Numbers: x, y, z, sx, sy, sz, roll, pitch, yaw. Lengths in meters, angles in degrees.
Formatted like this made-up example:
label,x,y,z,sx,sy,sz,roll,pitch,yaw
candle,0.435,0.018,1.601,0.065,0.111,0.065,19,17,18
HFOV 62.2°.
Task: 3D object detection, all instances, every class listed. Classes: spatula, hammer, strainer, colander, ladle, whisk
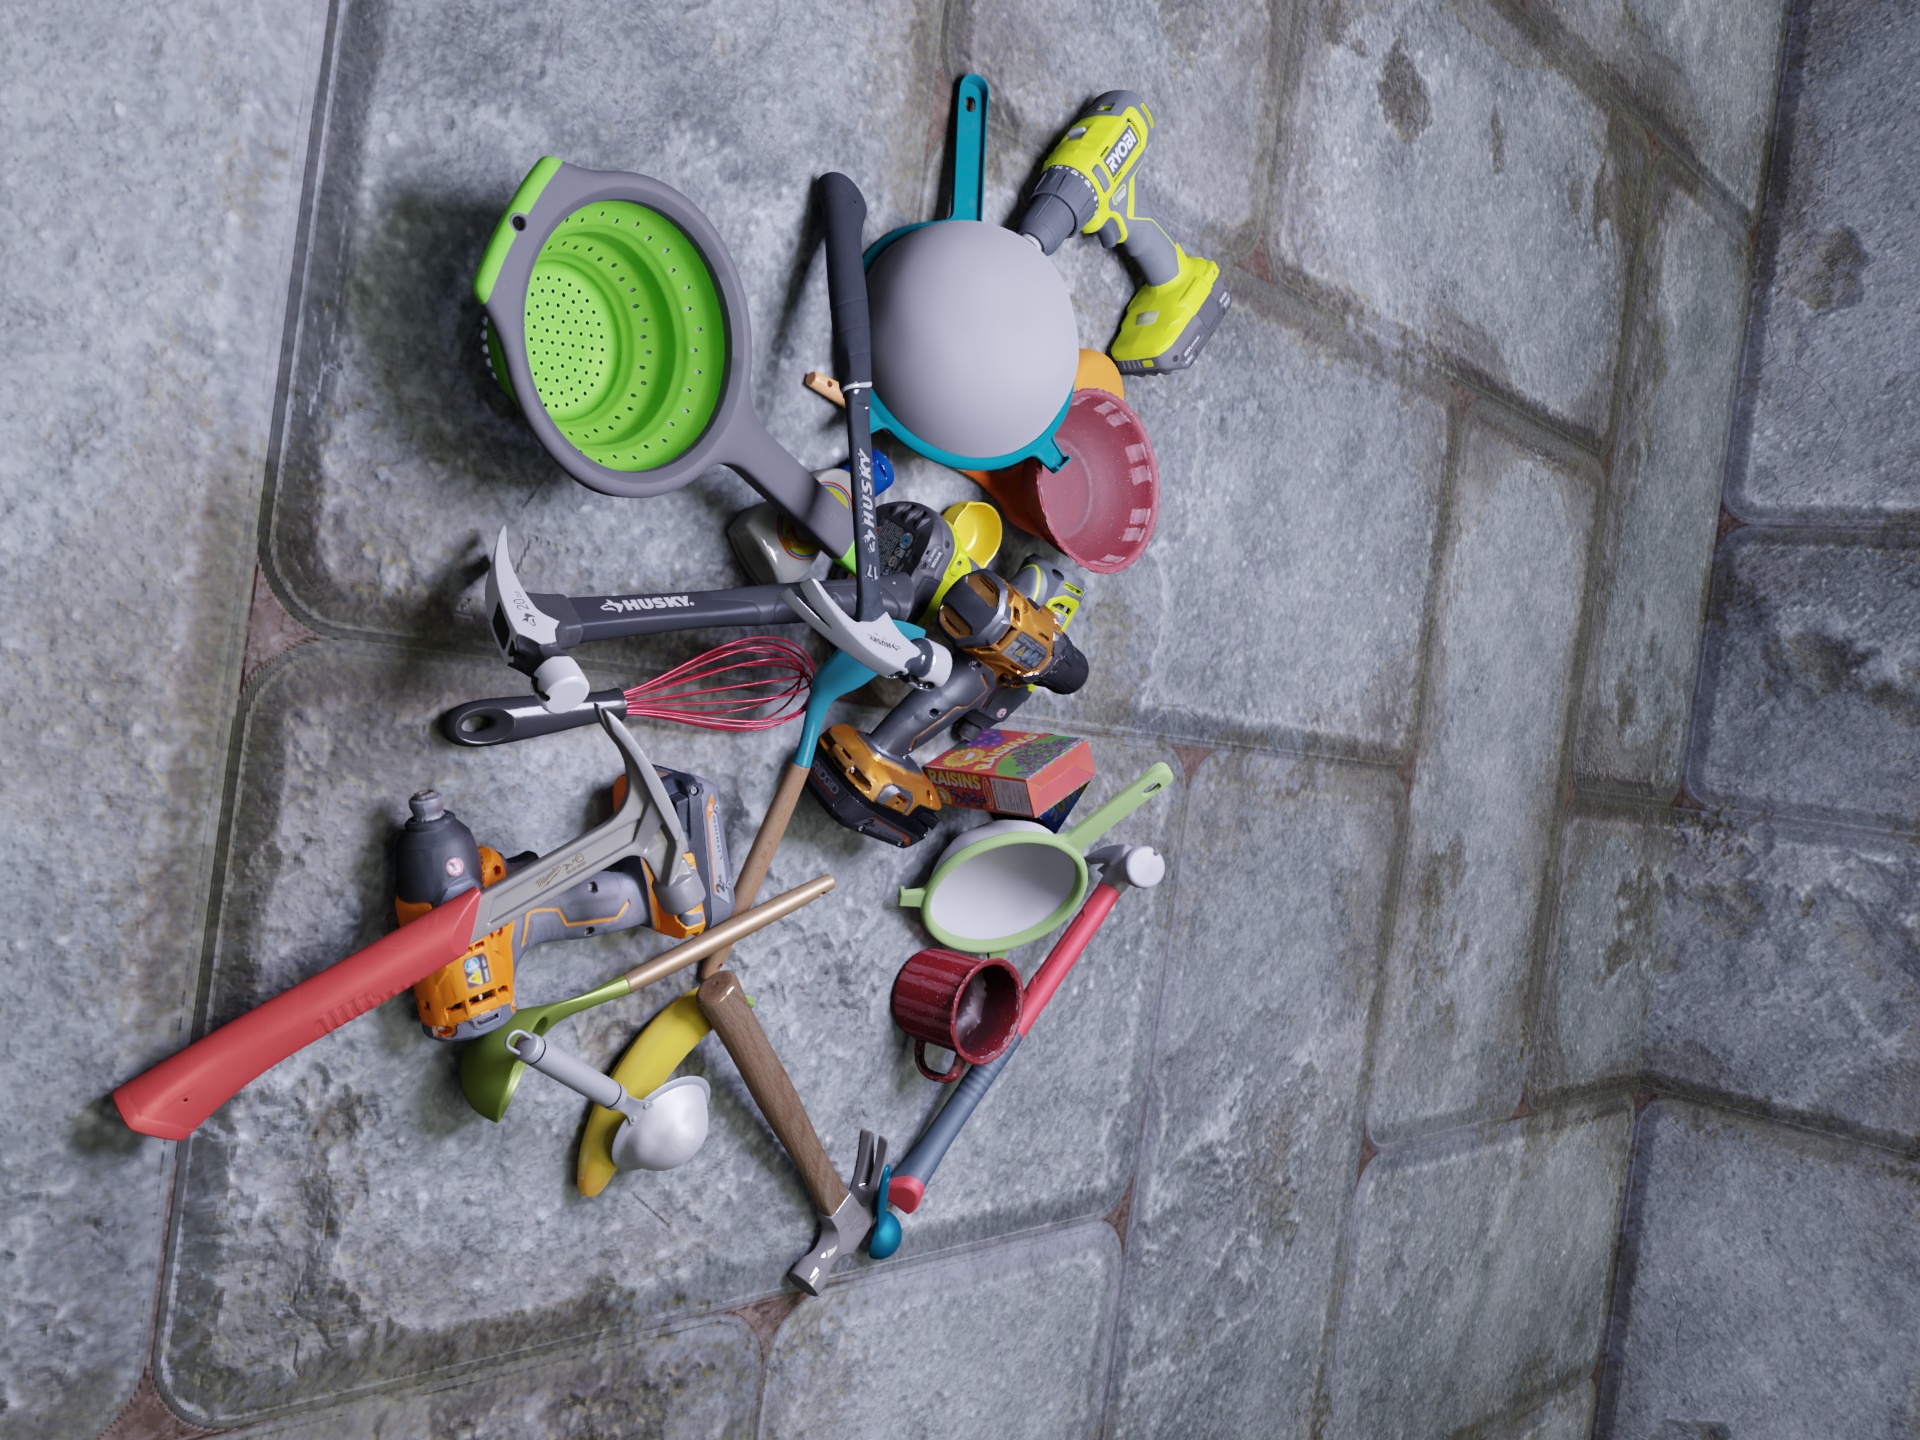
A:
label,x,y,z,sx,sy,sz,roll,pitch,yaw
spatula,-0.004,-0.227,1.347,0.322,0.041,0.081,20,77,-45
hammer,-0.337,0.133,0.972,0.359,0.037,0.149,-30,113,-21
hammer,-0.079,-0.227,1.156,0.149,0.036,0.409,22,55,-50
strainer,0.072,0.101,1.385,0.256,0.069,0.151,-38,133,15
strainer,0.021,-0.375,1.273,0.211,0.095,0.340,6,80,-25
colander,-0.199,-0.214,1.106,0.396,0.094,0.204,41,64,-47
ladle,-0.213,0.189,1.147,0.320,0.062,0.078,-25,156,-35
spatula,-0.124,0.061,1.199,0.082,0.044,0.317,9,108,-60
strainer,-0.237,0.265,1.102,0.087,0.050,0.258,-48,142,-8
whisk,-0.226,-0.015,1.134,0.295,0.073,0.073,-10,103,-39
hammer,-0.135,0.317,1.270,0.130,0.031,0.331,-49,136,-34
hammer,0.048,0.275,1.457,0.038,0.143,0.386,39,76,-8
hammer,-0.167,-0.082,1.106,0.334,0.146,0.035,-9,140,-41

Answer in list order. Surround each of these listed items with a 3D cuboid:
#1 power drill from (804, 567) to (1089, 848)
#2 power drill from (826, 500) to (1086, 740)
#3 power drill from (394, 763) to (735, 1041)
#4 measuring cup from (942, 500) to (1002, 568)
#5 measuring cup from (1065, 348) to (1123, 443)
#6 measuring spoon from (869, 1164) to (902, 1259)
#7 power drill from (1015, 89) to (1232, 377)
label,x,y,z,sx,sy,sz,roll,pitch,yaw
power drill,-0.002,-0.004,1.281,0.226,0.084,0.185,-48,147,9
power drill,-0.005,-0.079,1.331,0.223,0.080,0.171,22,100,-49
power drill,-0.273,0.102,1.083,0.226,0.084,0.164,-20,111,-39
measuring cup,-0.032,-0.140,1.350,0.156,0.029,0.062,-30,122,-27
measuring cup,0.092,-0.324,1.425,0.095,0.052,0.173,-54,132,-27
measuring spoon,-0.059,0.421,1.361,0.042,0.021,0.128,-58,161,-45
power drill,0.146,-0.428,1.453,0.228,0.080,0.191,51,60,-35
